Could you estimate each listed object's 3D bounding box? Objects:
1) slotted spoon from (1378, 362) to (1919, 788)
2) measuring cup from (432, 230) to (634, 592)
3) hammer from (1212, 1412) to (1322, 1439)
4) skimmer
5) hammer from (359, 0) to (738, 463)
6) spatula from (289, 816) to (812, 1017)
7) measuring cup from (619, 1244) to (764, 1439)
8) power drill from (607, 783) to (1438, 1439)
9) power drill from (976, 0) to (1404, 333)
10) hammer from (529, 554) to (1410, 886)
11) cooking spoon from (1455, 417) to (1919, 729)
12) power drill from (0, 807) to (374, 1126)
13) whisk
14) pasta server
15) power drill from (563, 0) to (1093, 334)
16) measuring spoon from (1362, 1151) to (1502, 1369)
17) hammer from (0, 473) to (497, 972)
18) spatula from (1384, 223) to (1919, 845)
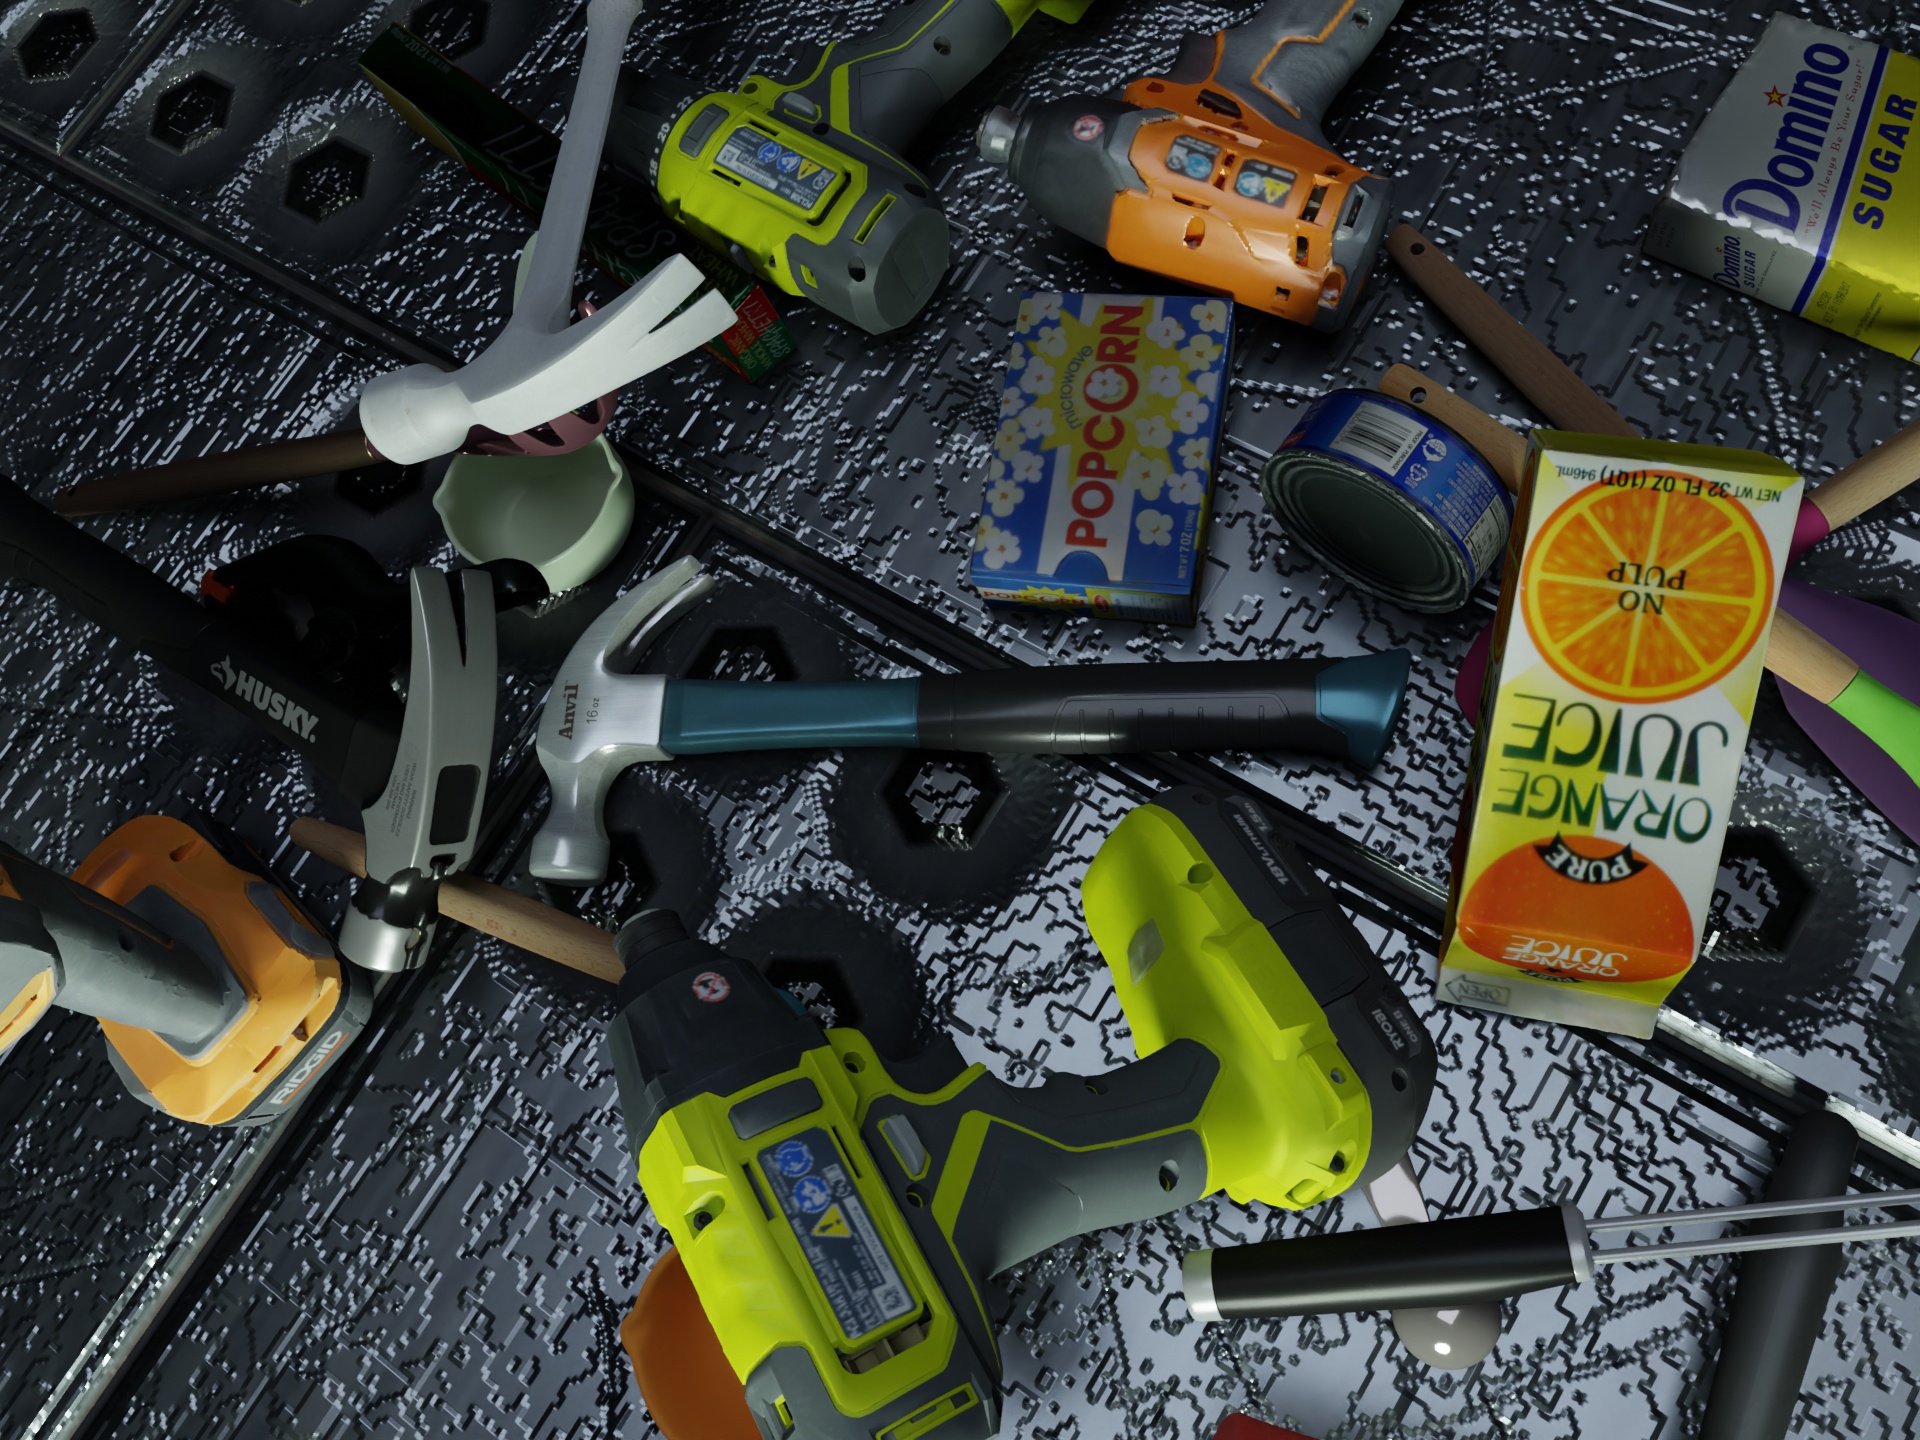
[{"bbox_3d":[0.269,-0.025,0.528,0.314,0.031,0.070,39,102,14],"label":"slotted spoon"},{"bbox_3d":[-0.176,-0.132,0.680,0.083,0.038,0.168,-7,68,10],"label":"measuring cup"},{"bbox_3d":[0.240,0.246,0.411,0.359,0.036,0.149,19,67,4],"label":"hammer"},{"bbox_3d":[0.231,0.120,0.445,0.363,0.090,0.127,-13,31,19],"label":"skimmer"},{"bbox_3d":[-0.138,-0.286,0.652,0.144,0.035,0.406,-10,58,25],"label":"hammer"},{"bbox_3d":[-0.135,0.096,0.586,0.318,0.082,0.044,17,64,23],"label":"spatula"},{"bbox_3d":[-0.059,0.241,0.527,0.095,0.052,0.173,5,97,17],"label":"measuring cup"},{"bbox_3d":[0.016,0.104,0.474,0.223,0.080,0.171,-16,61,-31],"label":"power drill"},{"bbox_3d":[0.114,-0.281,0.638,0.164,0.084,0.226,20,79,7],"label":"power drill"},{"bbox_3d":[-0.001,-0.002,0.600,0.331,0.033,0.128,-1,72,11],"label":"hammer"},{"bbox_3d":[0.314,-0.085,0.540,0.319,0.017,0.069,-35,71,12],"label":"cooking spoon"},{"bbox_3d":[-0.326,0.054,0.545,0.185,0.226,0.084,39,83,21],"label":"power drill"},{"bbox_3d":[0.211,0.250,0.456,0.073,0.073,0.296,21,72,18],"label":"whisk"},{"bbox_3d":[-0.269,-0.116,0.665,0.316,0.040,0.060,-5,61,23],"label":"pasta server"},{"bbox_3d":[-0.049,-0.297,0.689,0.191,0.080,0.228,33,83,20],"label":"power drill"},{"bbox_3d":[0.141,0.150,0.525,0.034,0.018,0.124,-22,68,4],"label":"measuring spoon"},{"bbox_3d":[-0.310,-0.038,0.645,0.335,0.035,0.146,26,104,28],"label":"hammer"},{"bbox_3d":[0.264,-0.077,0.577,0.060,0.018,0.316,-39,69,2],"label":"spatula"}]
